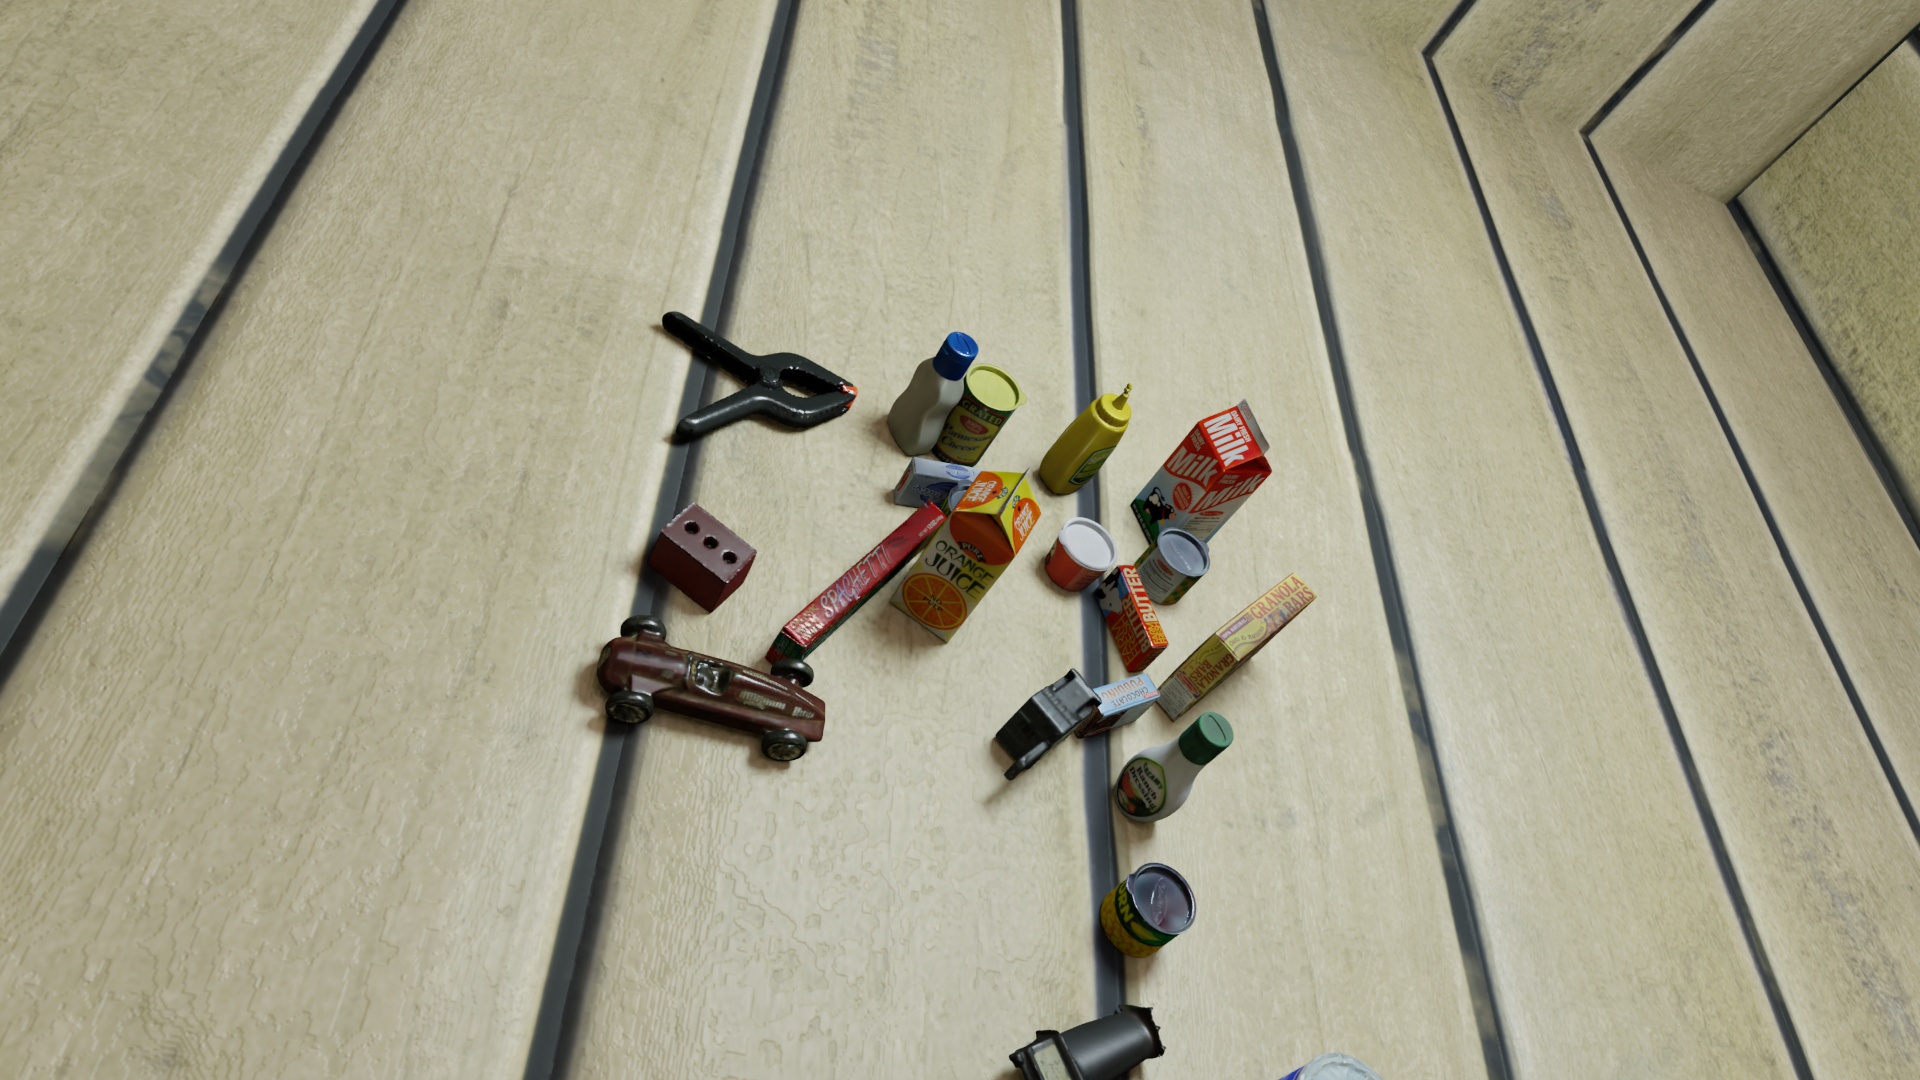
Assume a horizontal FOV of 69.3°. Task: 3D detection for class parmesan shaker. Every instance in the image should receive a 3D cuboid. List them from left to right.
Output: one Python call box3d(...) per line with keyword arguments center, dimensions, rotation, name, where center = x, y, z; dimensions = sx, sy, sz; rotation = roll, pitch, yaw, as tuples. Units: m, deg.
box3d(center=(0.017, -0.132, 1.502), dimensions=(0.071, 0.102, 0.072), rotation=(17, 47, -19), name="parmesan shaker")

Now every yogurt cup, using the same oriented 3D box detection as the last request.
box3d(center=(0.125, 0.018, 1.476), dimensions=(0.072, 0.053, 0.073), rotation=(17, 47, -19), name="yogurt cup")

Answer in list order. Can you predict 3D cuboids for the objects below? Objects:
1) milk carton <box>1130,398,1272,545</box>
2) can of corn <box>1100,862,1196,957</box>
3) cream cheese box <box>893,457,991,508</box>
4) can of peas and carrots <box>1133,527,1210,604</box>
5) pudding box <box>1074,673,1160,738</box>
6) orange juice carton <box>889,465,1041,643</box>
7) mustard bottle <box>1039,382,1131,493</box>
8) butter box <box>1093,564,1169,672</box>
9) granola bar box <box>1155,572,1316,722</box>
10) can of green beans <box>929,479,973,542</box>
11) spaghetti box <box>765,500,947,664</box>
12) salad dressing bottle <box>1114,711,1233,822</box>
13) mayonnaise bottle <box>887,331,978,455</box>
box3d(center=(0.277, -0.071, 1.546), dimensions=(0.073, 0.189, 0.072), rotation=(0, 54, -32), name="milk carton")
box3d(center=(0.163, 0.327, 1.232), dimensions=(0.071, 0.058, 0.071), rotation=(17, 47, -19), name="can of corn")
box3d(center=(-0.013, -0.055, 1.454), dimensions=(0.104, 0.053, 0.024), rotation=(8, 50, -26), name="cream cheese box")
box3d(center=(0.233, 0.028, 1.530), dimensions=(0.071, 0.058, 0.071), rotation=(17, 47, -19), name="can of peas and carrots")
box3d(center=(0.151, 0.163, 1.371), dimensions=(0.084, 0.049, 0.030), rotation=(-12, 61, -38), name="pudding box")
box3d(center=(0.012, 0.006, 1.317), dimensions=(0.073, 0.191, 0.072), rotation=(35, 44, -1), name="orange juice carton")
box3d(center=(0.146, -0.115, 1.526), dimensions=(0.065, 0.159, 0.049), rotation=(-18, 65, -40), name="mustard bottle")
box3d(center=(0.179, 0.082, 1.455), dimensions=(0.024, 0.052, 0.104), rotation=(0, 54, -32), name="butter box")
box3d(center=(0.284, 0.109, 1.445), dimensions=(0.039, 0.123, 0.166), rotation=(49, 45, 13), name="granola bar box")
box3d(center=(0.006, -0.016, 1.429), dimensions=(0.071, 0.057, 0.071), rotation=(17, 47, -19), name="can of green beans")
box3d(center=(-0.095, 0.041, 1.324), dimensions=(0.029, 0.050, 0.251), rotation=(41, 44, 5), name="spaghetti box")
box3d(center=(0.198, 0.210, 1.289), dimensions=(0.044, 0.147, 0.064), rotation=(-9, 59, -37), name="salad dressing bottle")
box3d(center=(-0.028, -0.157, 1.464), dimensions=(0.041, 0.147, 0.065), rotation=(-8, 59, -36), name="mayonnaise bottle")
